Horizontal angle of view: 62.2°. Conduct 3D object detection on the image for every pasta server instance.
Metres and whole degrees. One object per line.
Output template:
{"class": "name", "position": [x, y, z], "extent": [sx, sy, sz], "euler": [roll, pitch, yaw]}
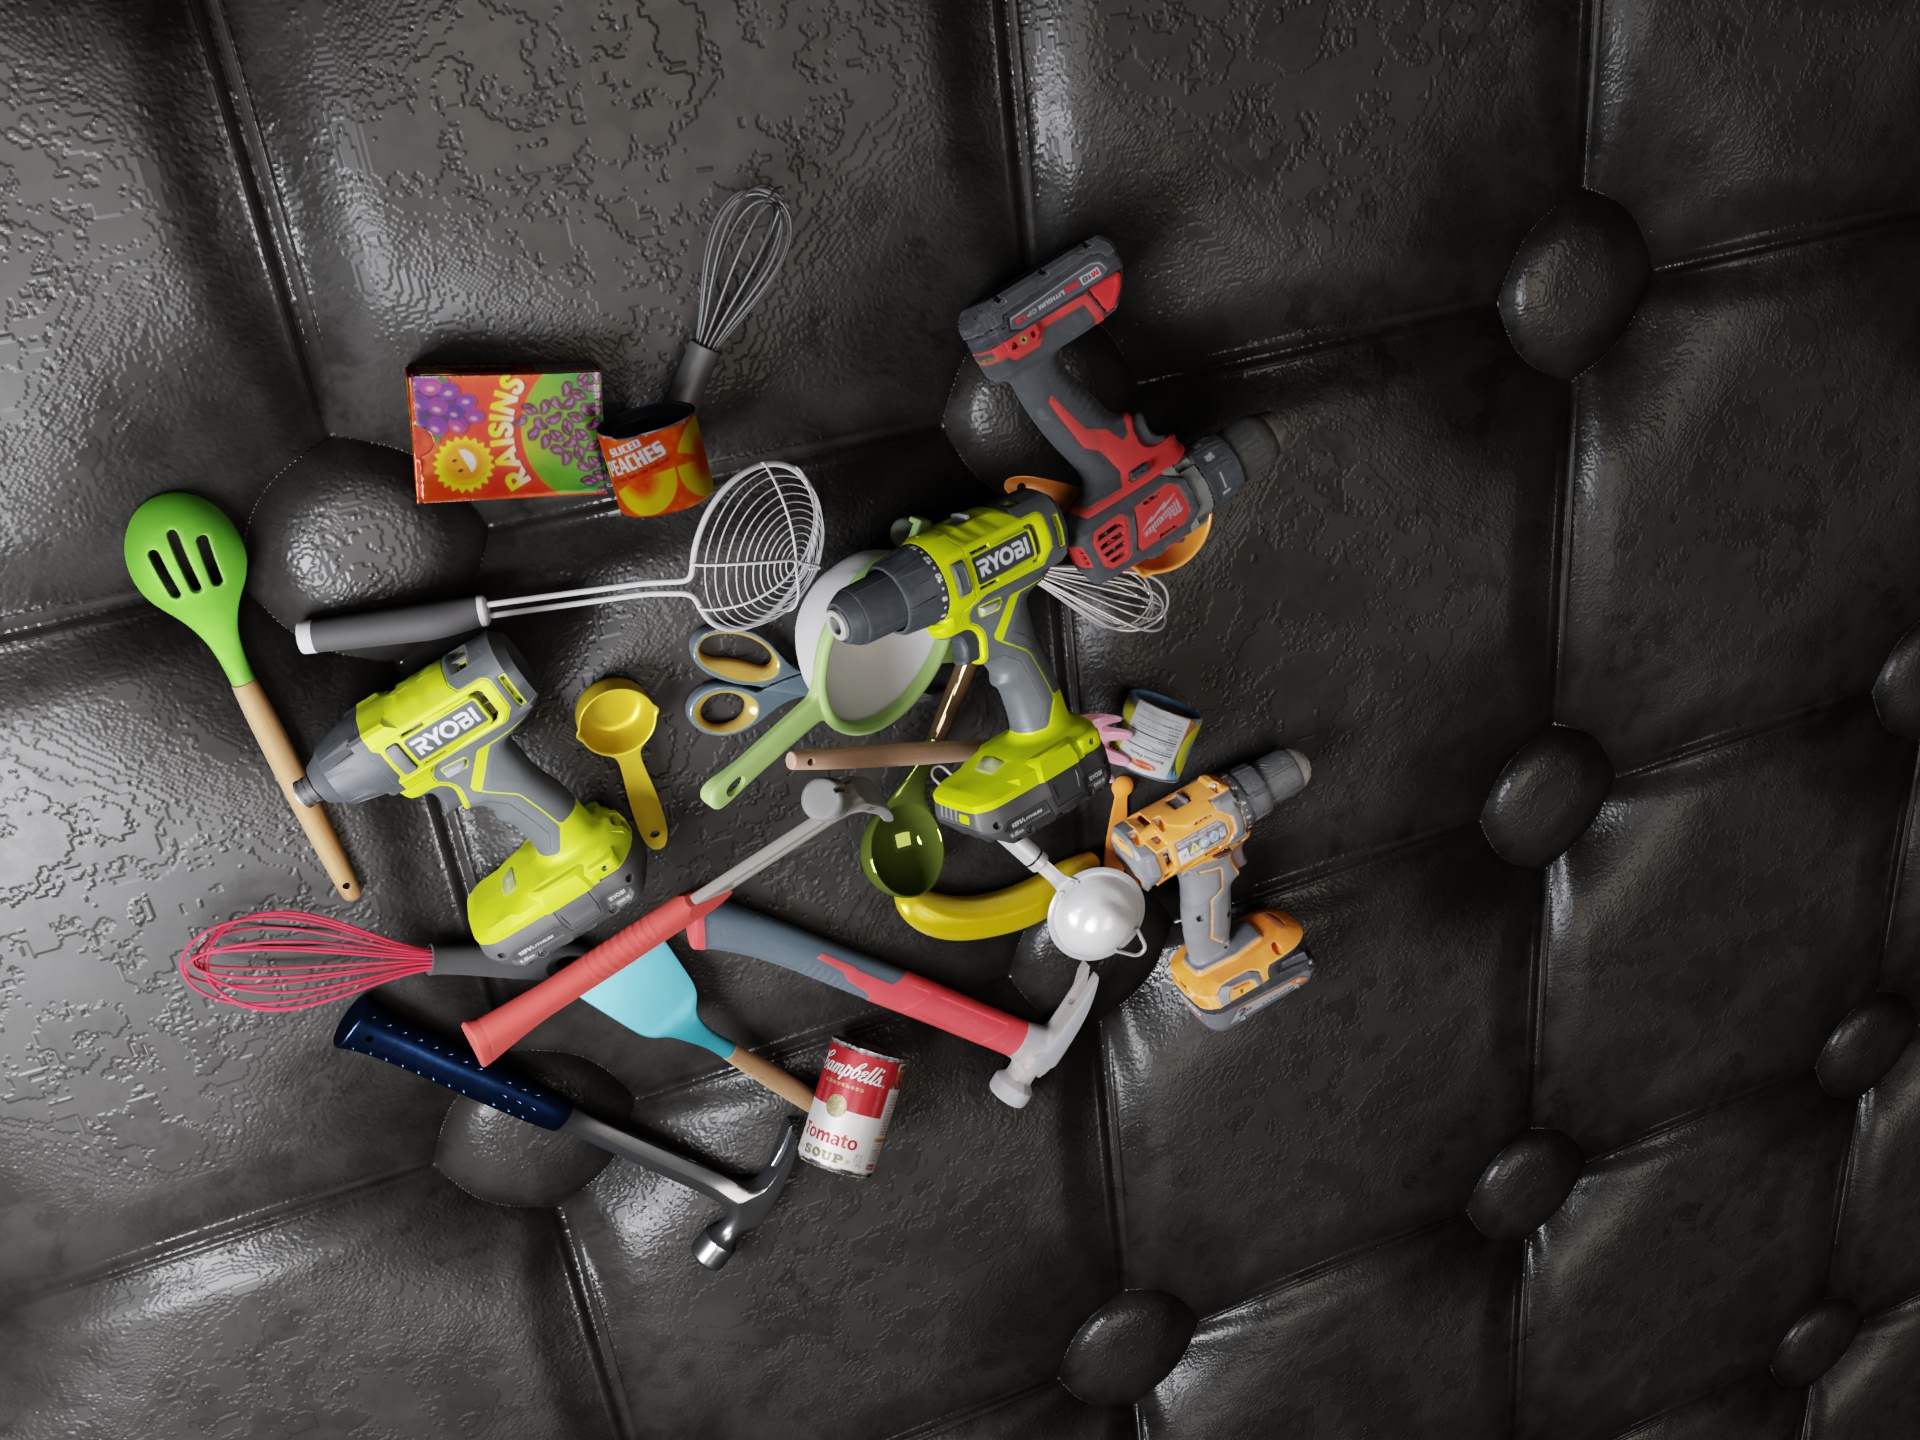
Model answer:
{"class": "pasta server", "position": [0.006, 0.024, 1.212], "extent": [0.316, 0.040, 0.060], "euler": [-2, 102, -40]}

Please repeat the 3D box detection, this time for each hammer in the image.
{"class": "hammer", "position": [-0.215, 0.149, 1.185], "extent": [0.359, 0.149, 0.037], "euler": [-33, 79, 6]}
{"class": "hammer", "position": [-0.307, 0.318, 1.279], "extent": [0.405, 0.035, 0.144], "euler": [36, 95, -31]}
{"class": "hammer", "position": [-0.056, 0.209, 1.337], "extent": [0.386, 0.038, 0.143], "euler": [28, 98, -30]}

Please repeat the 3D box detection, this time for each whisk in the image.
{"class": "whisk", "position": [0.058, -0.115, 1.241], "extent": [0.246, 0.059, 0.057], "euler": [14, 133, -23]}
{"class": "whisk", "position": [-0.409, 0.175, 1.165], "extent": [0.295, 0.073, 0.073], "euler": [5, 110, -32]}
{"class": "whisk", "position": [-0.174, -0.253, 1.082], "extent": [0.055, 0.055, 0.239], "euler": [18, 108, -28]}

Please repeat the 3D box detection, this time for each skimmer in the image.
{"class": "skimmer", "position": [-0.272, -0.101, 1.115], "extent": [0.363, 0.090, 0.127], "euler": [-9, 130, -8]}

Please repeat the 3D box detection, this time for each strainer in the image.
{"class": "strainer", "position": [-0.109, -0.035, 1.161], "extent": [0.256, 0.069, 0.151], "euler": [-44, 146, -24]}
{"class": "strainer", "position": [0.069, 0.123, 1.323], "extent": [0.258, 0.050, 0.087], "euler": [42, 94, -14]}

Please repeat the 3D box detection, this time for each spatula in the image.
{"class": "spatula", "position": [-0.177, 0.278, 1.325], "extent": [0.082, 0.044, 0.317], "euler": [-46, 126, 1]}

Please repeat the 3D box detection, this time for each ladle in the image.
{"class": "ladle", "position": [-0.002, -0.004, 1.236], "extent": [0.078, 0.062, 0.320], "euler": [4, 118, -41]}

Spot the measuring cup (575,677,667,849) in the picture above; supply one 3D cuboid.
{"class": "measuring cup", "position": [-0.247, 0.033, 1.193], "extent": [0.062, 0.029, 0.156], "euler": [-20, 130, -14]}

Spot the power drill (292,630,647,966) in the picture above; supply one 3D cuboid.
{"class": "power drill", "position": [-0.336, 0.063, 1.114], "extent": [0.171, 0.080, 0.223], "euler": [-32, 128, -3]}

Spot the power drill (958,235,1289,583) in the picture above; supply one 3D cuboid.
{"class": "power drill", "position": [0.122, -0.236, 1.162], "extent": [0.188, 0.080, 0.226], "euler": [-33, 105, -7]}

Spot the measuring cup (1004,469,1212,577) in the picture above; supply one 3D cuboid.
{"class": "measuring cup", "position": [0.108, -0.170, 1.236], "extent": [0.173, 0.052, 0.095], "euler": [10, 106, -18]}

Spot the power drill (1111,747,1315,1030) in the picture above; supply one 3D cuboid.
{"class": "power drill", "position": [0.247, 0.142, 1.410], "extent": [0.185, 0.084, 0.226], "euler": [-28, 119, -11]}

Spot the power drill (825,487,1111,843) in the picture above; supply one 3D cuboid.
{"class": "power drill", "position": [0.011, -0.032, 1.140], "extent": [0.190, 0.080, 0.228], "euler": [-29, 114, -29]}

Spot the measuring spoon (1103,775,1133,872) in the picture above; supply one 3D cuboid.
{"class": "measuring spoon", "position": [0.138, 0.103, 1.387], "extent": [0.021, 0.011, 0.116], "euler": [-6, 114, -21]}

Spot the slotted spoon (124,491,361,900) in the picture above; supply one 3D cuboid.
{"class": "slotted spoon", "position": [-0.471, -0.005, 1.075], "extent": [0.070, 0.031, 0.313], "euler": [-22, 120, -13]}
